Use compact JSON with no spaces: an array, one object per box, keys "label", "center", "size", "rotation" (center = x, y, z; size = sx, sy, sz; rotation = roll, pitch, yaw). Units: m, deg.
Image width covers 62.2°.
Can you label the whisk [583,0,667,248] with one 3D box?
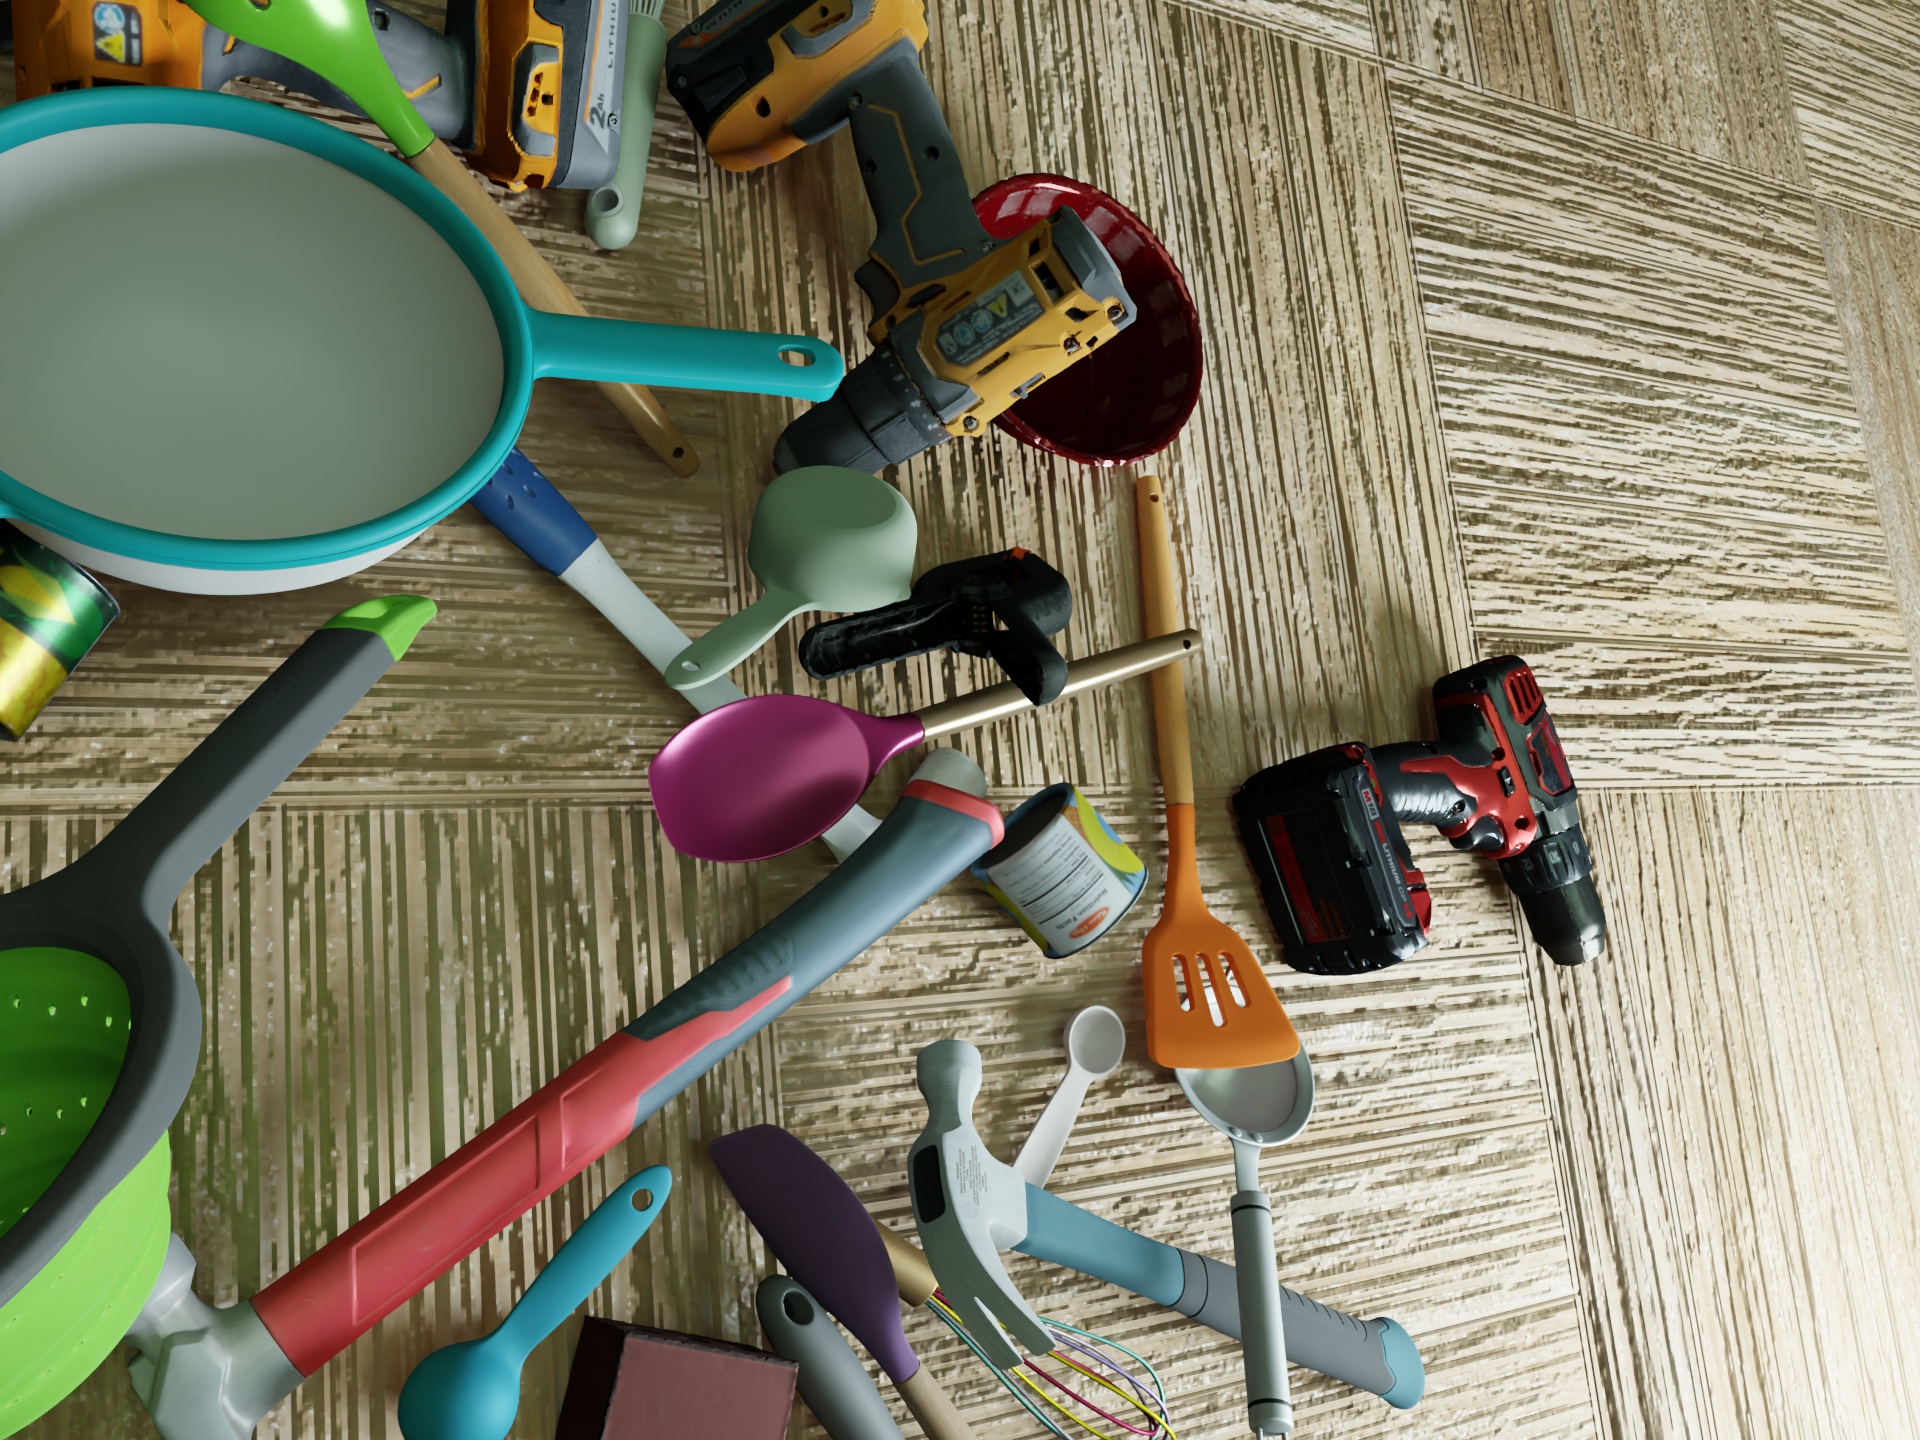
[{"label":"whisk","center":[-0.153,-0.340,0.768],"size":[0.058,0.059,0.246],"rotation":[4,77,8]}]

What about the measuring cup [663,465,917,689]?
[{"label":"measuring cup","center":[-0.076,-0.064,0.683],"size":[0.083,0.038,0.168],"rotation":[24,37,14]}]

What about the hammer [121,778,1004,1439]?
[{"label":"hammer","center":[-0.125,0.156,0.633],"size":[0.386,0.038,0.143],"rotation":[-35,98,-24]}]

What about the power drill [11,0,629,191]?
[{"label":"power drill","center":[-0.251,-0.299,0.636],"size":[0.226,0.084,0.164],"rotation":[-7,116,-36]}]

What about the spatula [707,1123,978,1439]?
[{"label":"spatula","center":[-0.009,0.300,0.689],"size":[0.315,0.060,0.018],"rotation":[59,31,-13]}]

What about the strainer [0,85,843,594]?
[{"label":"strainer","center":[-0.214,-0.123,0.607],"size":[0.340,0.095,0.211],"rotation":[-2,61,-29]}]

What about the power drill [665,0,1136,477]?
[{"label":"power drill","center":[-0.050,-0.231,0.753],"size":[0.185,0.084,0.226],"rotation":[-33,86,12]}]

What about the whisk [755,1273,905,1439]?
[{"label":"whisk","center":[-0.021,0.336,0.673],"size":[0.055,0.055,0.239],"rotation":[-34,94,-32]}]

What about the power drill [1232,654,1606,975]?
[{"label":"power drill","center":[0.276,0.075,0.902],"size":[0.226,0.080,0.188],"rotation":[-18,88,-36]}]

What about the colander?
[{"label":"colander","center":[-0.289,0.103,0.544],"size":[0.397,0.204,0.094],"rotation":[-61,145,-43]}]

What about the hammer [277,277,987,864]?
[{"label":"hammer","center":[-0.163,-0.060,0.694],"size":[0.405,0.035,0.144],"rotation":[46,59,-13]}]

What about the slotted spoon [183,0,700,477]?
[{"label":"slotted spoon","center":[-0.200,-0.213,0.645],"size":[0.070,0.031,0.313],"rotation":[-41,130,-4]}]

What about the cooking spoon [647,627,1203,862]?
[{"label":"cooking spoon","center":[-0.001,-0.002,0.745],"size":[0.319,0.017,0.069],"rotation":[-18,90,-34]}]

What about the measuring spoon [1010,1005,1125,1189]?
[{"label":"measuring spoon","center":[0.042,0.194,0.769],"size":[0.034,0.018,0.124],"rotation":[39,68,-21]}]

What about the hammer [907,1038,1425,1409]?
[{"label":"hammer","center":[0.108,0.265,0.751],"size":[0.330,0.033,0.128],"rotation":[31,39,-29]}]

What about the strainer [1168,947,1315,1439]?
[{"label":"strainer","center":[0.135,0.225,0.758],"size":[0.086,0.050,0.259],"rotation":[20,43,-16]}]

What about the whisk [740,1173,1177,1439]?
[{"label":"whisk","center":[0.004,0.262,0.708],"size":[0.245,0.047,0.051],"rotation":[39,77,-13]}]

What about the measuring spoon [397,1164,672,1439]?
[{"label":"measuring spoon","center":[-0.150,0.215,0.580],"size":[0.042,0.021,0.128],"rotation":[47,69,-14]}]

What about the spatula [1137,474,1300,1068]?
[{"label":"spatula","center":[0.117,0.019,0.837],"size":[0.081,0.041,0.323],"rotation":[0,75,-14]}]
